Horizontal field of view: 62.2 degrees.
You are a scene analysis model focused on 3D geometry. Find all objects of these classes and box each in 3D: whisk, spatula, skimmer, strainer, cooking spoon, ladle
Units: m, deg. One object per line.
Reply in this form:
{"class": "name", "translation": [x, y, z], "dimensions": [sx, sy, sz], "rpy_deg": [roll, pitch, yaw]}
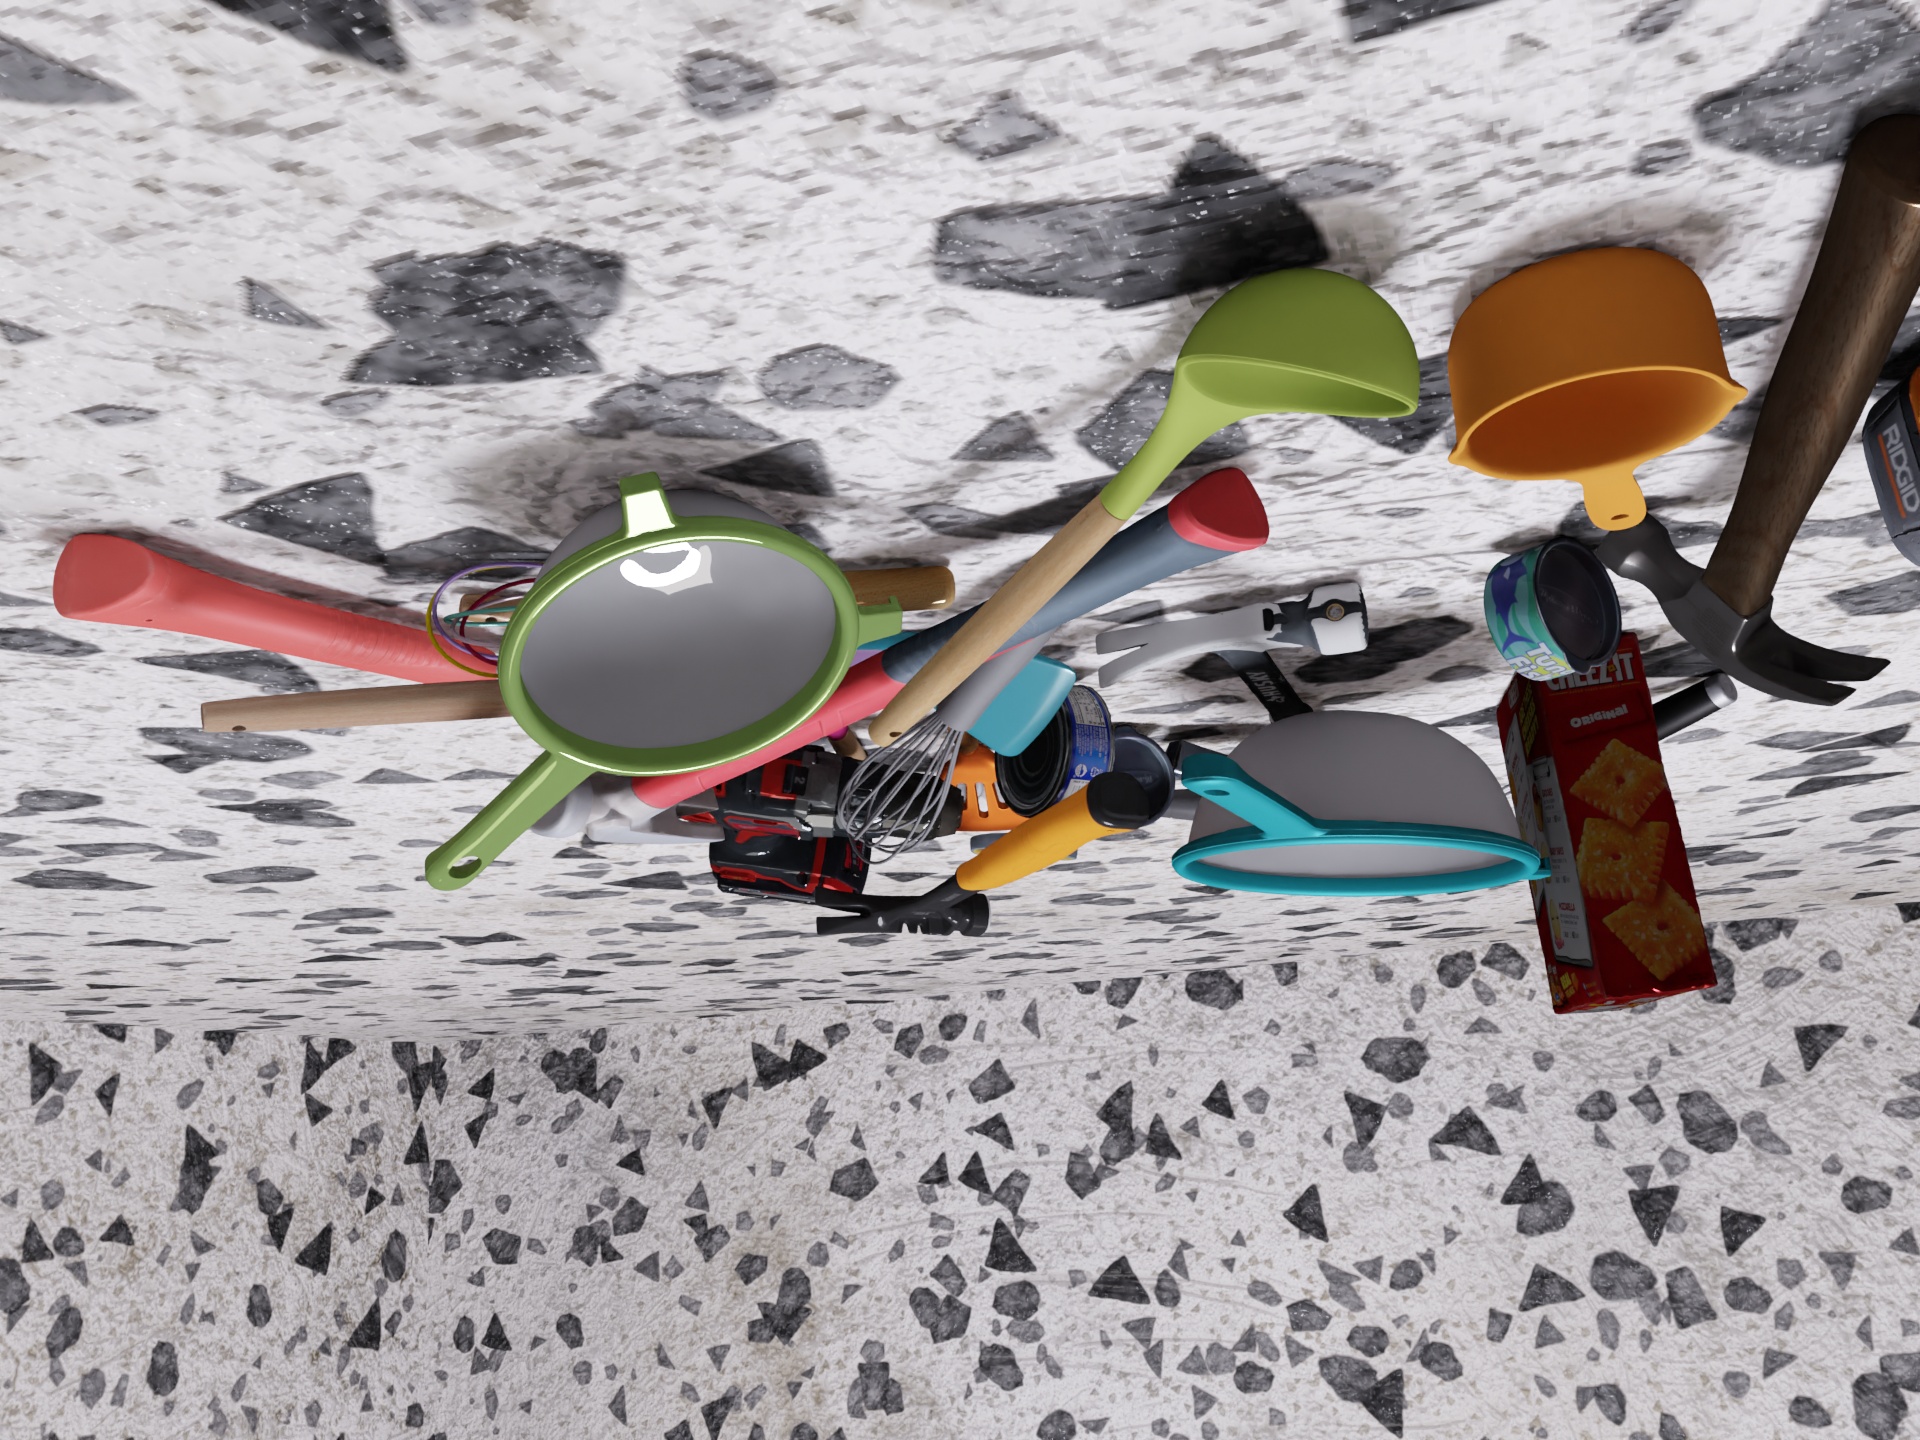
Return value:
{"class": "whisk", "translation": [-0.002, -0.002, 0.829], "dimensions": [0.055, 0.055, 0.239], "rpy_deg": [6, 139, -32]}
{"class": "spatula", "translation": [-0.182, -0.012, 0.746], "dimensions": [0.315, 0.018, 0.059], "rpy_deg": [-5, 154, -30]}
{"class": "skimmer", "translation": [0.400, 0.025, 1.189], "dimensions": [0.127, 0.090, 0.363], "rpy_deg": [10, 150, -33]}
{"class": "strainer", "translation": [0.200, 0.030, 0.897], "dimensions": [0.211, 0.095, 0.340], "rpy_deg": [-6, 162, 30]}
{"class": "spatula", "translation": [0.002, 0.017, 1.031], "dimensions": [0.081, 0.041, 0.322], "rpy_deg": [-2, 163, 6]}
{"class": "whisk", "translation": [-0.124, -0.052, 0.748], "dimensions": [0.245, 0.047, 0.051], "rpy_deg": [-4, 164, -10]}
{"class": "strainer", "translation": [-0.160, -0.017, 0.700], "dimensions": [0.256, 0.069, 0.151], "rpy_deg": [-39, 140, 25]}
{"class": "spatula", "translation": [-0.095, -0.032, 0.823], "dimensions": [0.317, 0.044, 0.082], "rpy_deg": [6, 142, -26]}
{"class": "cooking spoon", "translation": [-0.077, 0.013, 1.047], "dimensions": [0.069, 0.017, 0.318], "rpy_deg": [-3, 165, 4]}
{"class": "ladle", "translation": [0.046, -0.058, 0.609], "dimensions": [0.078, 0.062, 0.320], "rpy_deg": [9, 147, -31]}

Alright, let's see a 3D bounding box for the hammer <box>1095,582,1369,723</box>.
{"class": "hammer", "translation": [0.204, -0.005, 1.016], "dimensions": [0.149, 0.036, 0.408], "rpy_deg": [-8, 165, 19]}

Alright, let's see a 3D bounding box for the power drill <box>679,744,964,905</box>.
{"class": "power drill", "translation": [-0.097, 0.070, 1.099], "dimensions": [0.188, 0.080, 0.226], "rpy_deg": [7, 163, -1]}

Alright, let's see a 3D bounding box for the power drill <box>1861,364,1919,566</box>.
{"class": "power drill", "translation": [0.446, -0.127, 0.530], "dimensions": [0.164, 0.084, 0.226], "rpy_deg": [-1, 161, -13]}

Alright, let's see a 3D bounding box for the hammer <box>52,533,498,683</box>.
{"class": "hammer", "translation": [-0.274, -0.029, 0.809], "dimensions": [0.149, 0.037, 0.358], "rpy_deg": [-14, 162, 34]}

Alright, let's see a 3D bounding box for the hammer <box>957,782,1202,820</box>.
{"class": "hammer", "translation": [0.158, 0.063, 1.197], "dimensions": [0.331, 0.033, 0.128], "rpy_deg": [1, 167, 9]}

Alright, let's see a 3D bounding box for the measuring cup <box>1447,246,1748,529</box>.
{"class": "measuring cup", "translation": [0.230, -0.115, 0.578], "dimensions": [0.095, 0.052, 0.173], "rpy_deg": [-11, 165, 25]}

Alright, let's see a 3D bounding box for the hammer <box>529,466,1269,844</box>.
{"class": "hammer", "translation": [-0.027, -0.019, 0.767], "dimensions": [0.386, 0.038, 0.143], "rpy_deg": [-24, 163, 26]}

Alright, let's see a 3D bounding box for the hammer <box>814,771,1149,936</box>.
{"class": "hammer", "translation": [0.015, 0.090, 0.988], "dimensions": [0.127, 0.034, 0.337], "rpy_deg": [4, 161, -22]}

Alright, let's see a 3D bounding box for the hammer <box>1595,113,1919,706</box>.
{"class": "hammer", "translation": [0.313, -0.098, 0.594], "dimensions": [0.031, 0.130, 0.331], "rpy_deg": [-38, 154, -2]}
